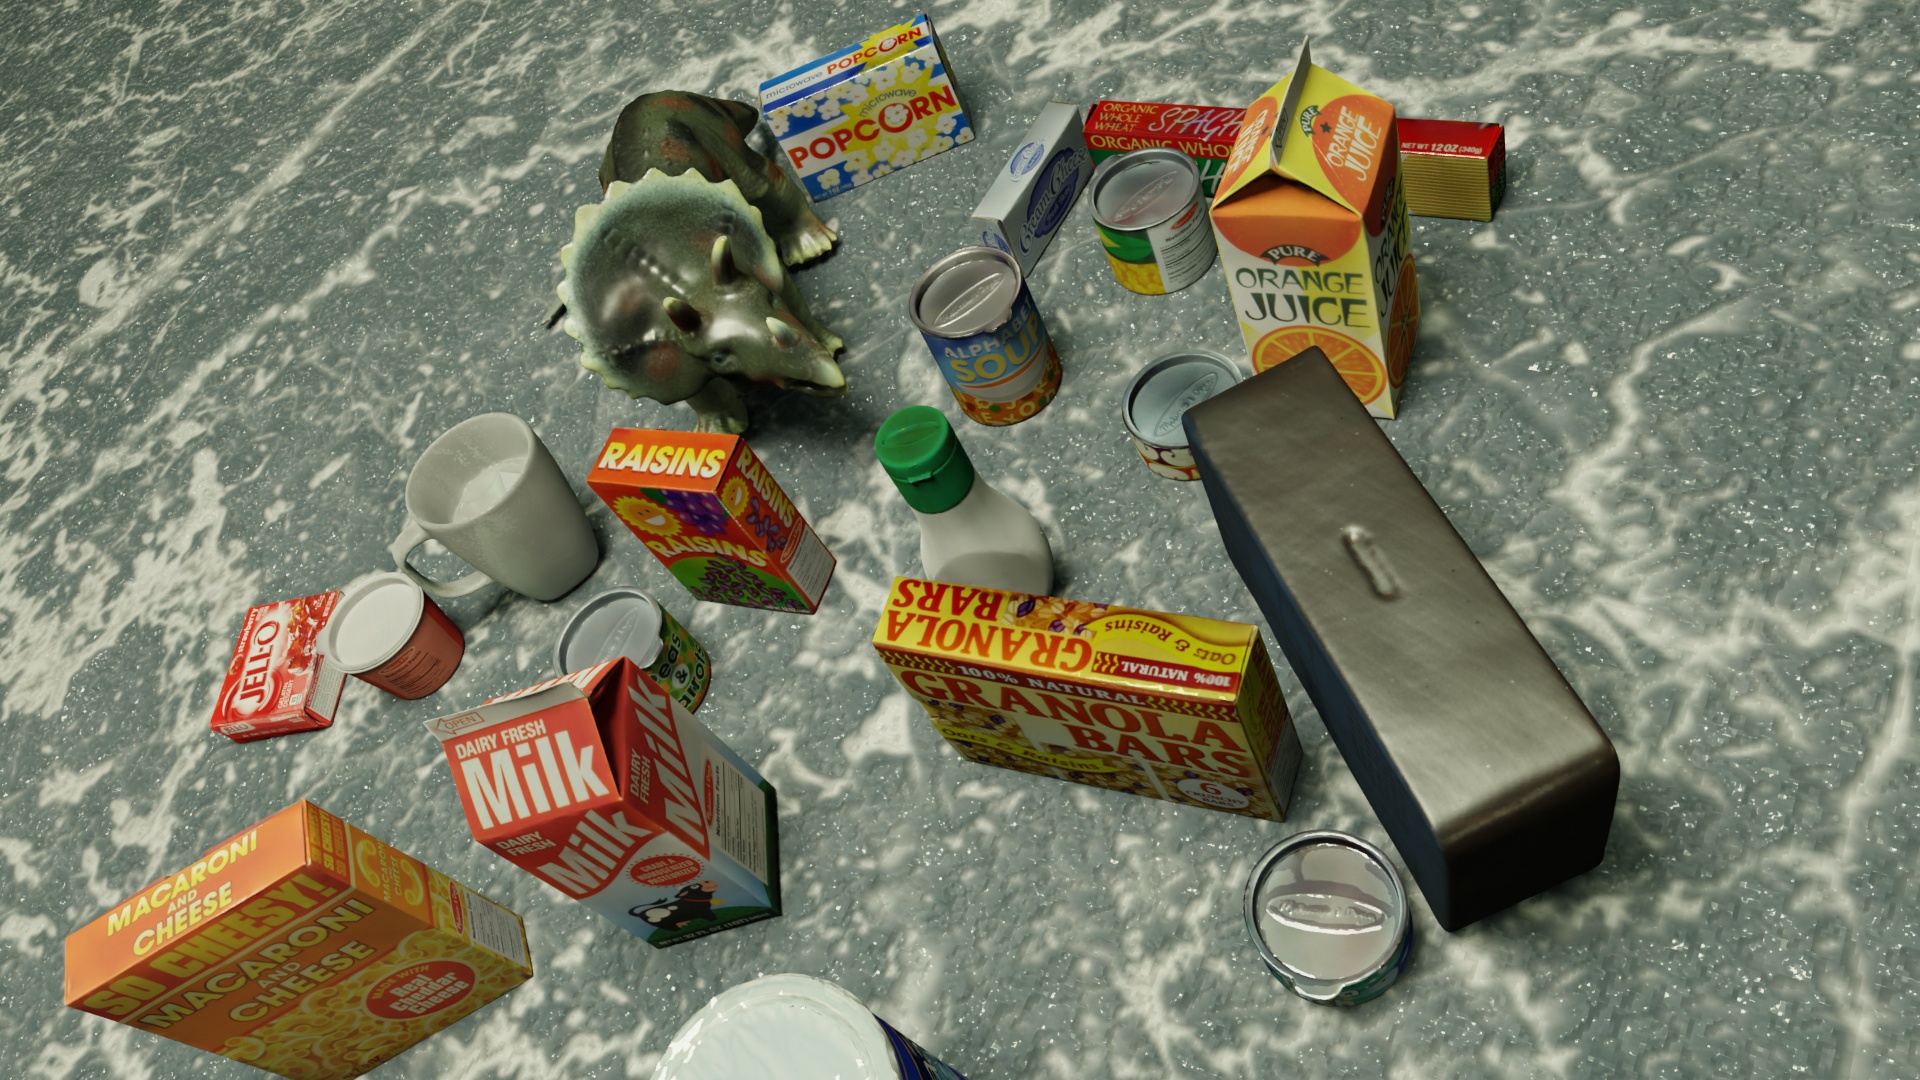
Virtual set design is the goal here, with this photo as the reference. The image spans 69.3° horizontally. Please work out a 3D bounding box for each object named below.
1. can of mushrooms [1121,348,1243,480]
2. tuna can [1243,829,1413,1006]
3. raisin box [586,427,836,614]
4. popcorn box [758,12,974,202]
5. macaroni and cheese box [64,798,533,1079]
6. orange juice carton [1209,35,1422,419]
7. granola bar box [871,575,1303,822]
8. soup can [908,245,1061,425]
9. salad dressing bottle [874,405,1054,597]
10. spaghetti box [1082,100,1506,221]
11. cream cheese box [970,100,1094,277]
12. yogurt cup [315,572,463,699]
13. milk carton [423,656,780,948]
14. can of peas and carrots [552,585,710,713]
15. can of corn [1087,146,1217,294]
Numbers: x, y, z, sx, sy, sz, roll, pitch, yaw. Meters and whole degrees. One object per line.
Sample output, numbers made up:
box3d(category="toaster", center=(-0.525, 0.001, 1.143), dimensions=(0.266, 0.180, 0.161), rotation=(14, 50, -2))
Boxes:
box3d(category="can of mushrooms", center=(0.124, -0.066, 0.746), dimensions=(0.071, 0.033, 0.071), rotation=(-11, 53, 16))
box3d(category="tuna can", center=(0.153, 0.159, 0.576), dimensions=(0.071, 0.032, 0.071), rotation=(-11, 53, 16))
box3d(category="raisin box", center=(-0.133, -0.010, 0.759), dimensions=(0.086, 0.123, 0.040), rotation=(6, 60, 27))
box3d(category="popcorn box", center=(-0.064, -0.294, 0.953), dimensions=(0.126, 0.085, 0.038), rotation=(-20, 52, 10))
box3d(category="macaroni and cheese box", center=(-0.306, 0.197, 0.660), dimensions=(0.124, 0.166, 0.040), rotation=(-30, 51, 1))
box3d(category="orange juice carton", center=(0.175, -0.146, 0.678), dimensions=(0.073, 0.192, 0.072), rotation=(8, 61, 28))
box3d(category="granola bar box", center=(0.058, 0.072, 0.619), dimensions=(0.165, 0.123, 0.039), rotation=(7, 60, 27))
box3d(category="soup can", center=(0.017, -0.113, 0.792), dimensions=(0.071, 0.083, 0.072), rotation=(-11, 54, 16))
box3d(category="salad dressing bottle", center=(0.002, -0.009, 0.684), dimensions=(0.064, 0.147, 0.044), rotation=(-15, 53, 13))
box3d(category="spaghetti box", center=(0.189, -0.226, 0.819), dimensions=(0.250, 0.050, 0.029), rotation=(14, 64, 30))
box3d(category="cream cheese box", center=(0.048, -0.221, 0.874), dimensions=(0.024, 0.053, 0.104), rotation=(18, 66, 32))
box3d(category="yogurt cup", center=(-0.340, 0.061, 0.842), dimensions=(0.072, 0.053, 0.073), rotation=(-11, 54, 16))
box3d(category="milk carton", center=(-0.157, 0.116, 0.637), dimensions=(0.072, 0.189, 0.074), rotation=(-18, 52, 12))
box3d(category="can of peas and carrots", center=(-0.178, 0.068, 0.765), dimensions=(0.071, 0.058, 0.071), rotation=(-11, 54, 16))
box3d(category="can of corn", center=(0.113, -0.189, 0.821), dimensions=(0.071, 0.058, 0.071), rotation=(-11, 54, 16))
